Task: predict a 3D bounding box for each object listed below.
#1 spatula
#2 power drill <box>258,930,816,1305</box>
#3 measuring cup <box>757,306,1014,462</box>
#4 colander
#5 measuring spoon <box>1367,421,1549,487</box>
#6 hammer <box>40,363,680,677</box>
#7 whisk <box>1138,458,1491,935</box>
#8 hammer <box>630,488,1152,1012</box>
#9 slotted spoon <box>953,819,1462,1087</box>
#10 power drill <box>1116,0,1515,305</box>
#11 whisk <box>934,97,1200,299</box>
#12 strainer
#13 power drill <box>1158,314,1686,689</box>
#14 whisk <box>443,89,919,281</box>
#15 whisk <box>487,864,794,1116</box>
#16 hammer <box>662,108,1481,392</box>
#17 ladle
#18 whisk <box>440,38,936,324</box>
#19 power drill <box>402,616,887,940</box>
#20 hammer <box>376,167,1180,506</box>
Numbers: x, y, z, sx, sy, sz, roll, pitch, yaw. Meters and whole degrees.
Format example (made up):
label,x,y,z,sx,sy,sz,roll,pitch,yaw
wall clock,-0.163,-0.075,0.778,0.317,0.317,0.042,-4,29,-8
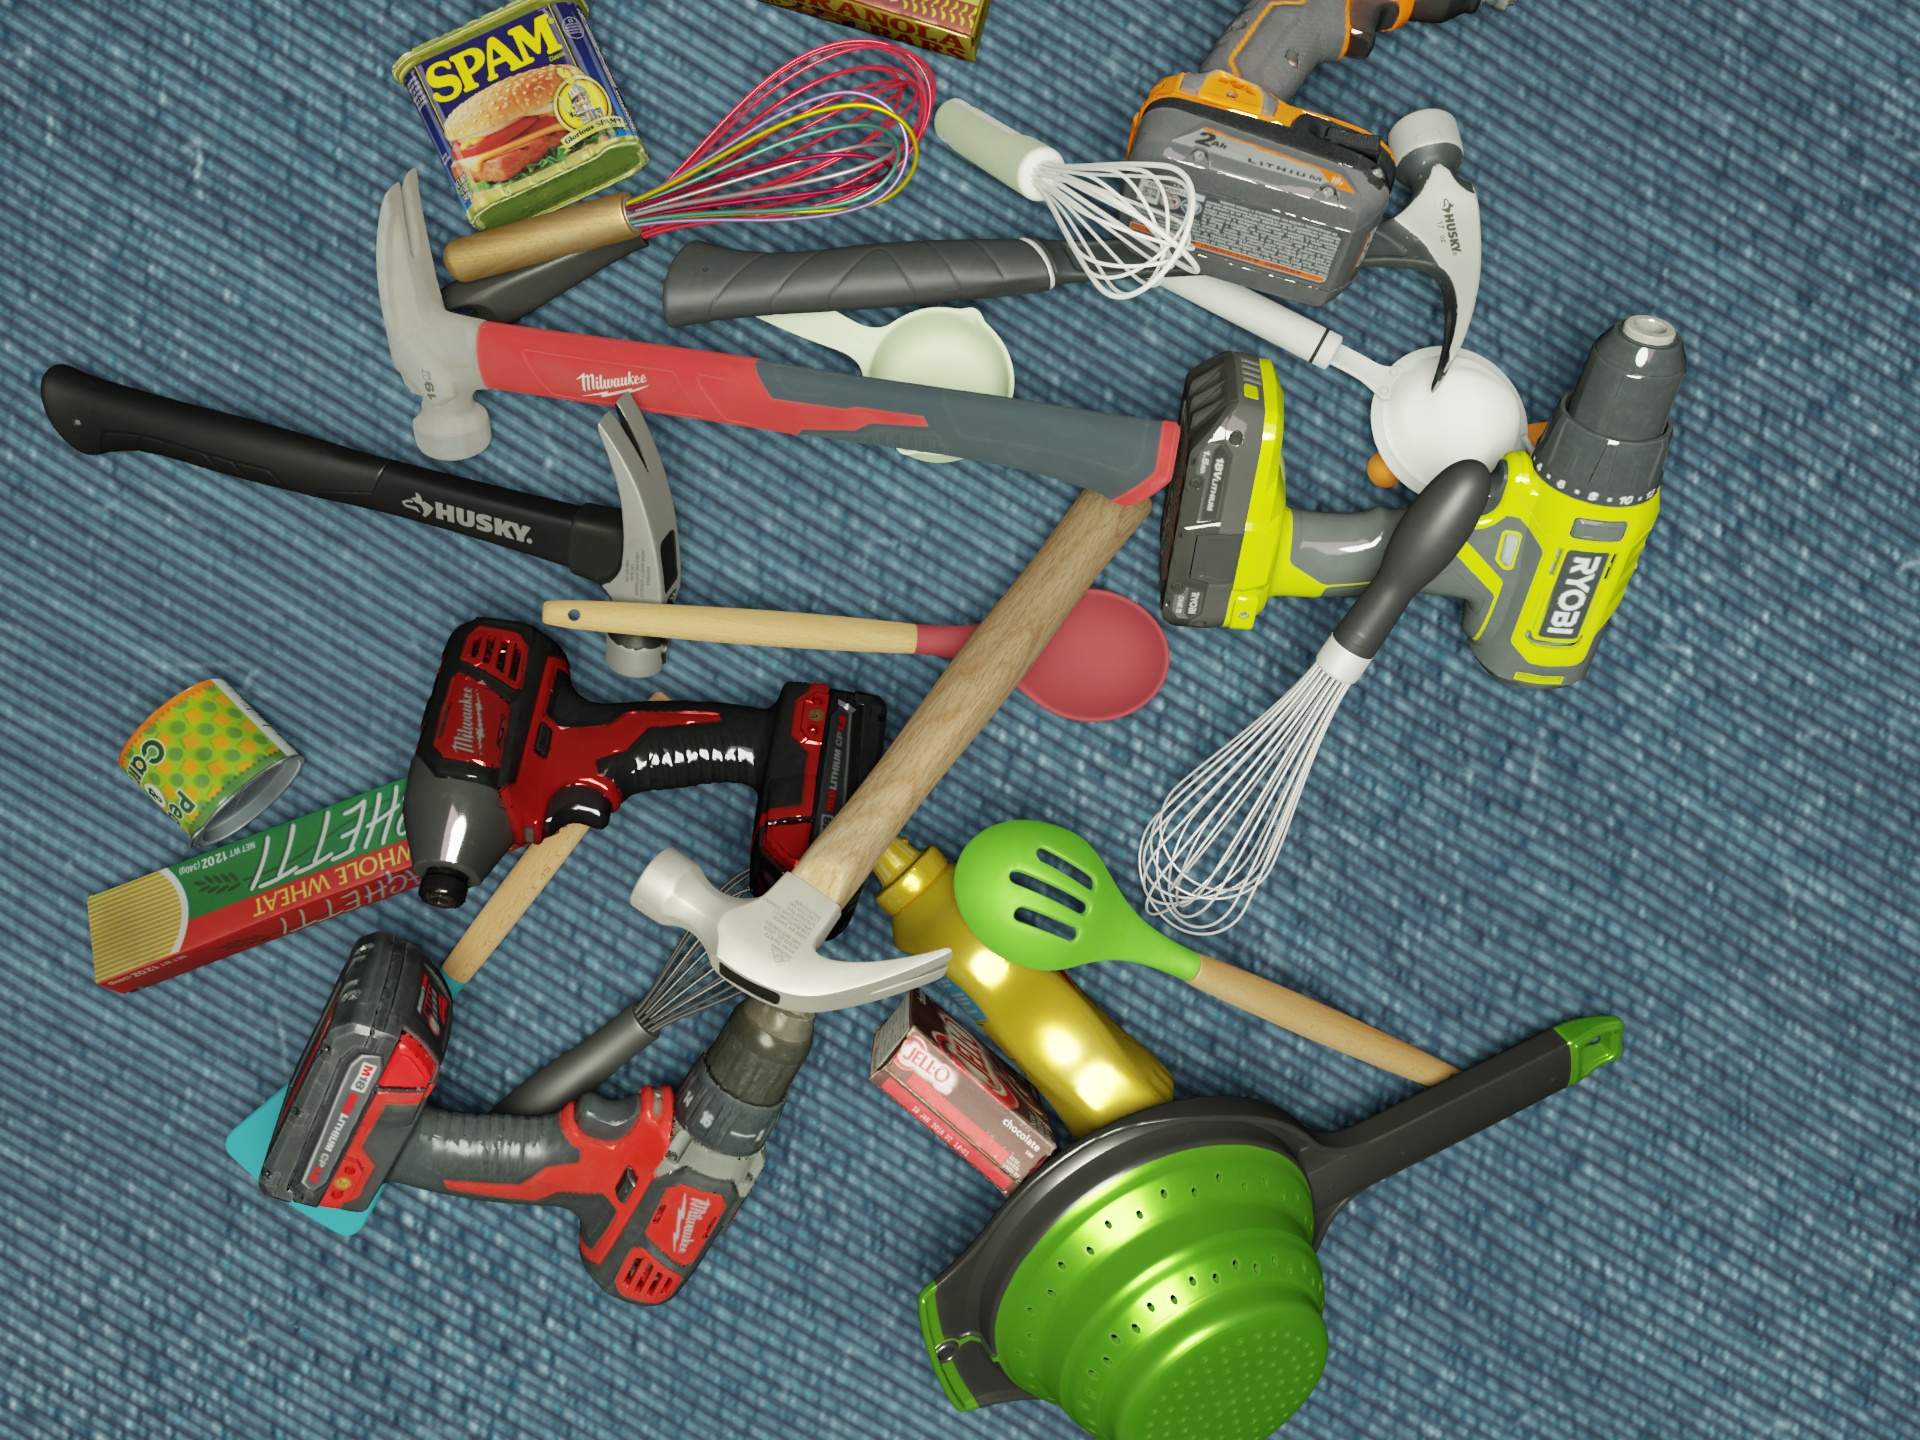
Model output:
label,x,y,z,sx,sy,sz,roll,pitch,yaw
spatula,-0.249,0.115,0.826,0.082,0.044,0.317,37,90,-2
power drill,-0.196,0.181,0.772,0.226,0.080,0.188,24,108,-21
measuring cup,-0.051,-0.190,0.822,0.167,0.038,0.083,26,87,4
colander,0.180,0.256,0.775,0.397,0.095,0.204,-22,127,-11
measuring spoon,0.273,-0.141,0.837,0.117,0.011,0.021,-10,92,0
hammer,-0.302,-0.126,0.798,0.335,0.035,0.146,15,128,5
whisk,0.168,-0.004,0.768,0.070,0.070,0.284,29,119,-1
hammer,-0.001,-0.002,0.754,0.130,0.031,0.331,33,63,9
slotted spoon,0.137,0.130,0.793,0.313,0.031,0.070,26,73,-20
power drill,0.175,-0.316,0.764,0.164,0.084,0.227,17,68,4
whisk,0.042,-0.252,0.737,0.057,0.247,0.059,18,112,-34
strainer,0.195,-0.187,0.817,0.258,0.050,0.087,28,76,5
power drill,0.219,-0.111,0.766,0.228,0.080,0.190,5,132,1
whisk,-0.136,-0.243,0.759,0.245,0.047,0.051,-10,77,16
whisk,-0.168,0.155,0.827,0.239,0.055,0.055,-39,92,5
hammer,0.058,-0.223,0.791,0.409,0.036,0.149,-4,70,-2
ladle,-0.048,-0.042,0.802,0.315,0.031,0.069,4,92,-13
whisk,-0.147,-0.260,0.807,0.296,0.073,0.073,-25,92,6
power drill,-0.153,0.035,0.770,0.219,0.078,0.143,10,60,-7
hammer,-0.087,-0.168,0.760,0.386,0.038,0.143,9,132,6
